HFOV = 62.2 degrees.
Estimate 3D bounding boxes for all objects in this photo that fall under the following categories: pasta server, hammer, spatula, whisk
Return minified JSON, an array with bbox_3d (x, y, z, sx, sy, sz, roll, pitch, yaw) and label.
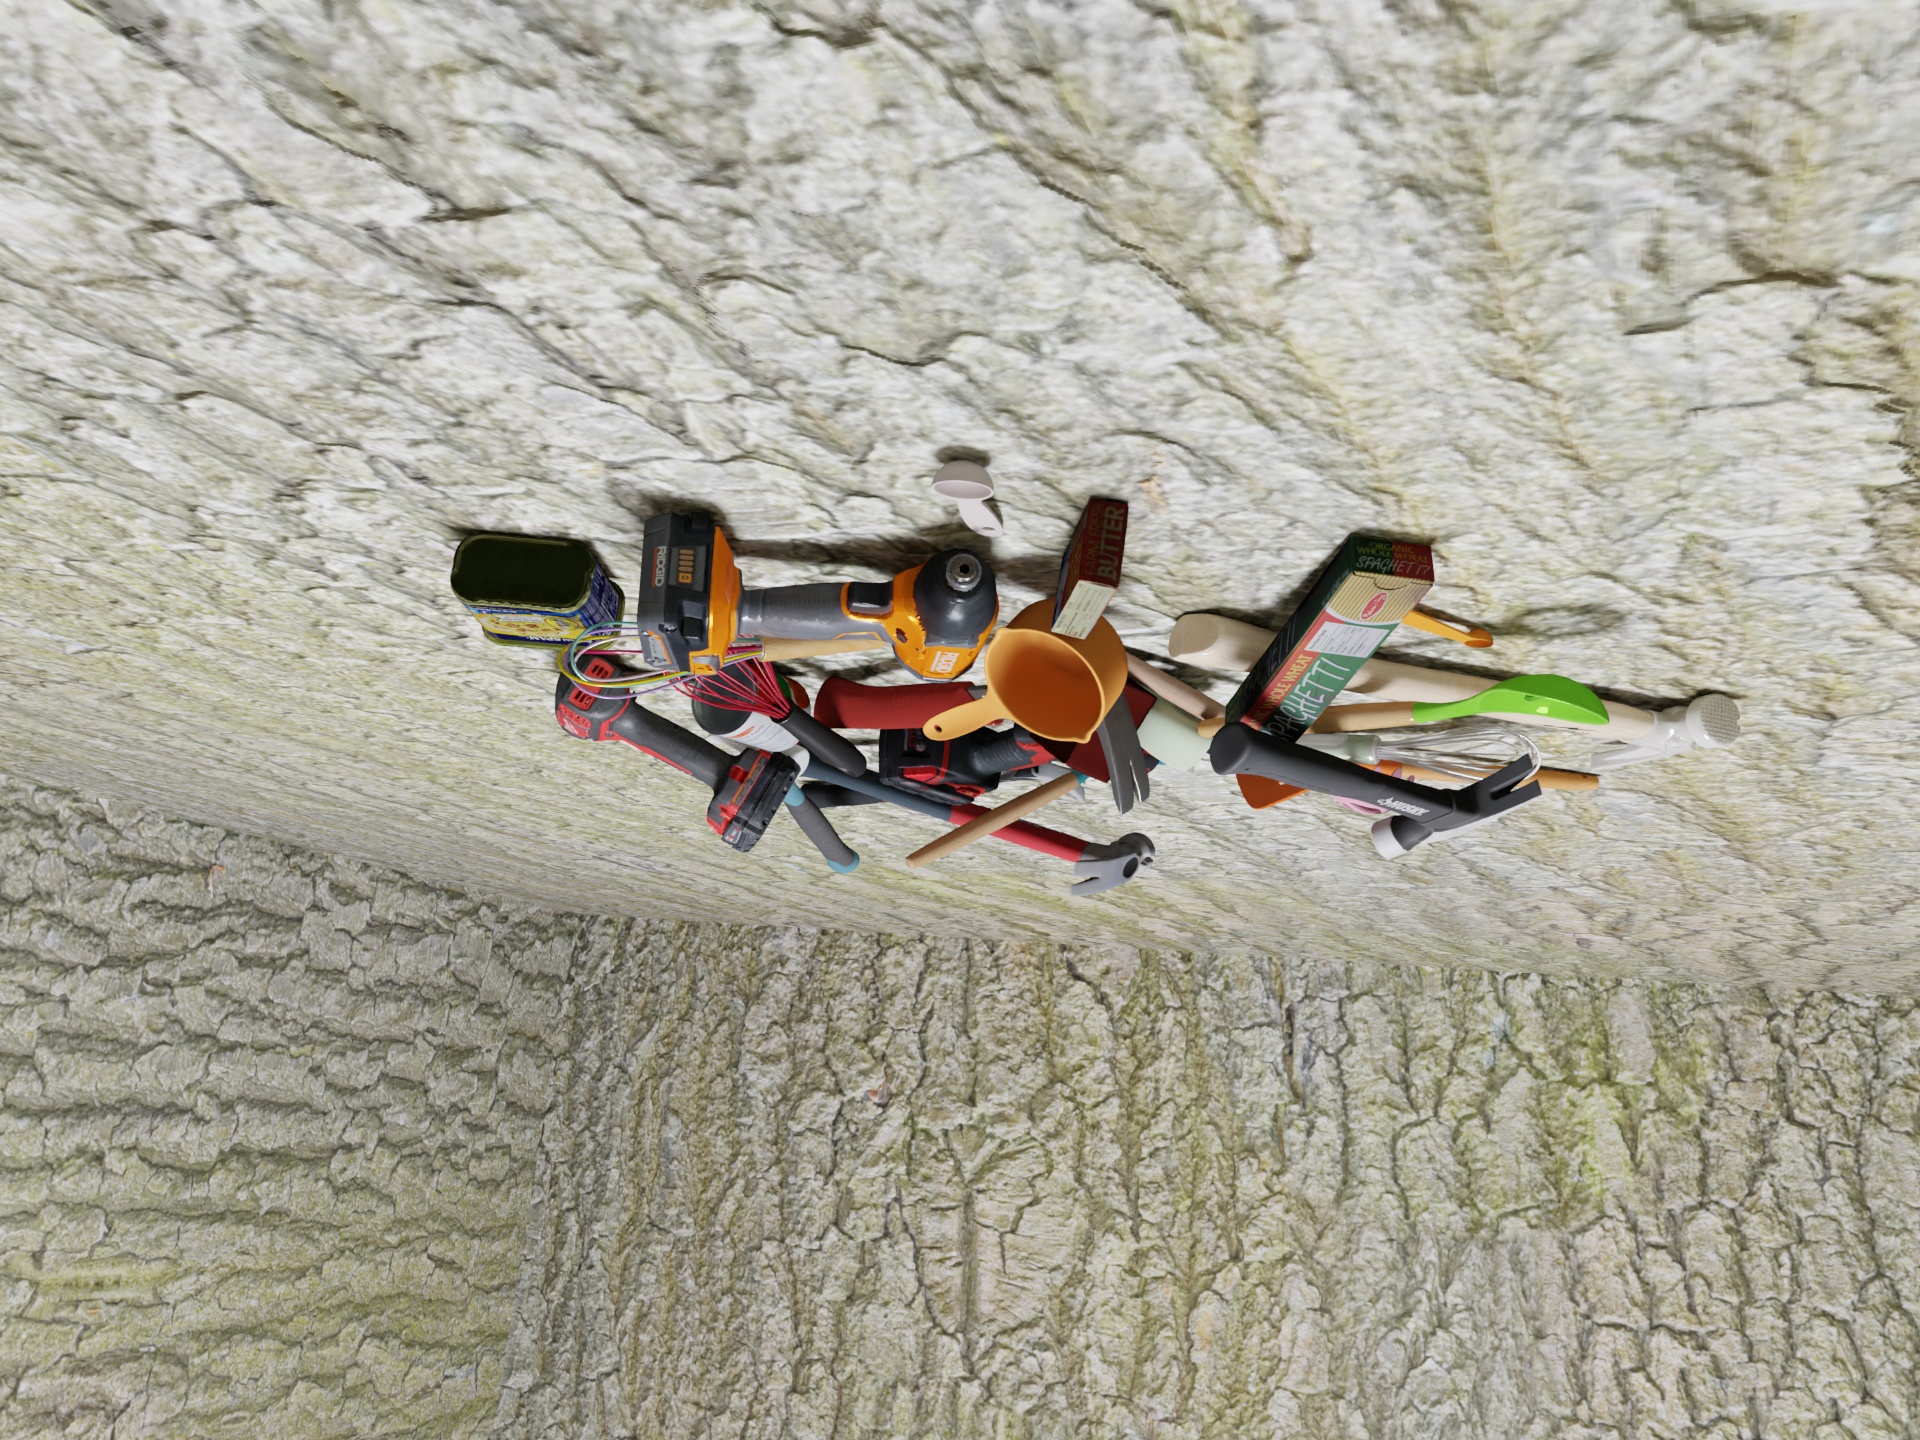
[{"bbox_3d":[0.236,0.008,1.246,0.316,0.040,0.060,27,162,-26],"label":"pasta server"},{"bbox_3d":[0.293,0.044,1.154,0.146,0.035,0.334,-28,151,36],"label":"hammer"},{"bbox_3d":[-0.002,-0.004,1.222,0.036,0.149,0.359,-28,-165,-34],"label":"hammer"},{"bbox_3d":[0.087,0.073,1.425,0.317,0.044,0.082,-24,-178,-28],"label":"spatula"},{"bbox_3d":[-0.165,0.083,1.616,0.128,0.033,0.330,25,162,24],"label":"hammer"},{"bbox_3d":[-0.150,-0.016,1.251,0.073,0.073,0.295,-1,156,27],"label":"whisk"},{"bbox_3d":[-0.017,0.086,1.511,0.386,0.038,0.143,16,-167,29],"label":"hammer"},{"bbox_3d":[0.354,0.024,1.323,0.246,0.058,0.059,2,132,29],"label":"whisk"},{"bbox_3d":[-0.040,0.070,1.702,0.149,0.036,0.409,16,164,-39],"label":"hammer"},{"bbox_3d":[0.402,0.050,1.389,0.322,0.081,0.041,4,126,-8],"label":"spatula"},{"bbox_3d":[0.341,-0.020,1.148,0.410,0.038,0.146,10,167,-14],"label":"hammer"},{"bbox_3d":[-0.163,-0.053,1.122,0.245,0.051,0.047,-8,-164,-30],"label":"whisk"}]

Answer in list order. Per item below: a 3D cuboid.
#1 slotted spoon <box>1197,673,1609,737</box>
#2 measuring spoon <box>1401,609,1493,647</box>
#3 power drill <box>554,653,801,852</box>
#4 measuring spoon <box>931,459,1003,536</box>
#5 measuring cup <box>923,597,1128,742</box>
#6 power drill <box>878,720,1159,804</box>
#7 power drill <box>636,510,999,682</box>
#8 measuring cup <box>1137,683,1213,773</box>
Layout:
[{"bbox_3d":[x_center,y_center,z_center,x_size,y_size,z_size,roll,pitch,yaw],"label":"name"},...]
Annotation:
[{"bbox_3d":[0.292,-0.005,1.099,0.070,0.031,0.314,20,162,-41],"label":"slotted spoon"},{"bbox_3d":[0.300,-0.068,1.030,0.116,0.011,0.021,16,164,-24],"label":"measuring spoon"},{"bbox_3d":[-0.260,0.026,1.415,0.219,0.078,0.143,32,162,-6],"label":"power drill"},{"bbox_3d":[0.009,-0.127,0.910,0.034,0.018,0.124,4,173,10],"label":"measuring spoon"},{"bbox_3d":[0.039,-0.026,1.065,0.173,0.052,0.095,-23,110,49],"label":"measuring cup"},{"bbox_3d":[0.034,0.010,1.332,0.227,0.080,0.187,-8,160,38],"label":"power drill"},{"bbox_3d":[-0.088,-0.078,1.016,0.226,0.084,0.164,4,166,-7],"label":"power drill"},{"bbox_3d":[0.187,-0.002,1.281,0.083,0.038,0.167,46,-155,21],"label":"measuring cup"}]
